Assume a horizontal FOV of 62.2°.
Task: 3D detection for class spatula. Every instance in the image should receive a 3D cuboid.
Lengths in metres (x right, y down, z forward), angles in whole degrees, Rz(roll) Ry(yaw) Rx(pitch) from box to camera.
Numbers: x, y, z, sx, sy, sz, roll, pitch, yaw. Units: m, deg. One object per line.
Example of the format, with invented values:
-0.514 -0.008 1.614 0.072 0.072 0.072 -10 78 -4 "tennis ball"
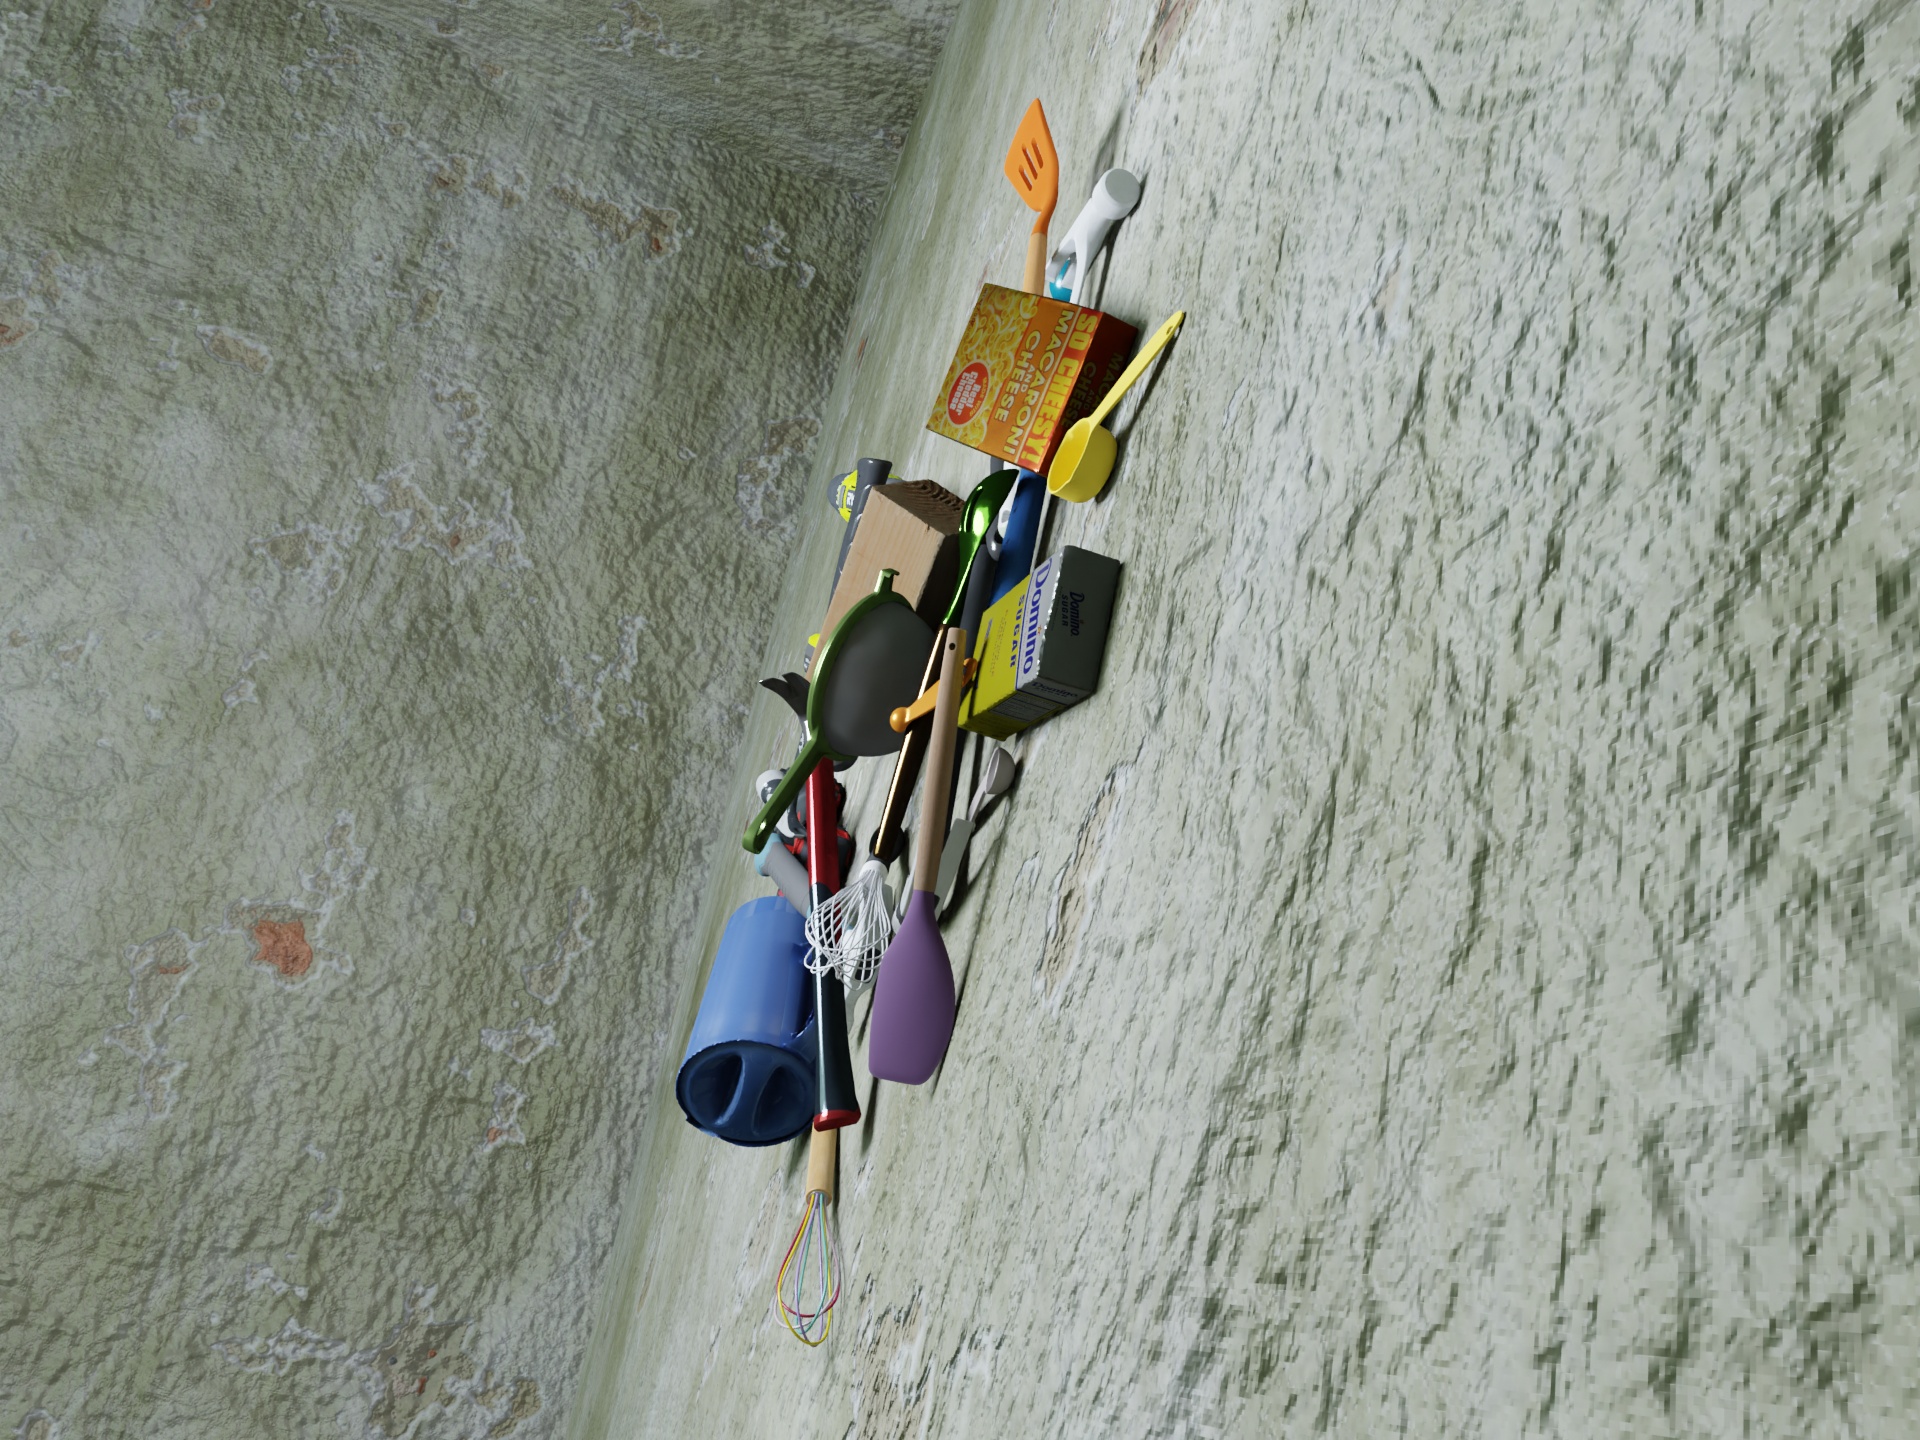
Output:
0.055 -0.390 1.332 0.081 0.041 0.323 124 157 -53 "spatula"
-0.020 0.093 1.101 0.018 0.060 0.316 19 -103 -72 "spatula"

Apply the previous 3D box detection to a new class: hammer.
-0.002 -0.004 1.250 0.146 0.035 0.335 110 172 -56 "hammer"
-0.119 0.145 1.321 0.143 0.038 0.387 54 -155 -53 "hammer"
0.066 -0.226 1.255 0.144 0.035 0.406 145 140 -71 "hammer"
-0.132 -0.069 1.594 0.149 0.036 0.408 -128 49 -57 "hammer"
-0.140 0.174 1.500 0.128 0.033 0.331 -65 25 4 "hammer"

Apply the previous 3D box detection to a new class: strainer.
-0.083 0.012 1.292 0.256 0.069 0.151 -57 -27 -25 "strainer"

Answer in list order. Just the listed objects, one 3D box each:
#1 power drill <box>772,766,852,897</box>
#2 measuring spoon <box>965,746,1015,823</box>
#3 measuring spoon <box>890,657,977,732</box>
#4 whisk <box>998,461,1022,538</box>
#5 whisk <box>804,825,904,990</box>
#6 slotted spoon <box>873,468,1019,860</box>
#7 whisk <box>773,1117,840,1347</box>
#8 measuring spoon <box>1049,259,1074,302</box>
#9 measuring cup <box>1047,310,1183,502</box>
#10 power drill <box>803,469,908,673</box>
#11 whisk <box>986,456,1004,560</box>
-0.179 0.168 1.760 0.227 0.080 0.188 -113 41 -67 "power drill"
0.020 0.058 1.151 0.124 0.018 0.034 113 168 -59 "measuring spoon"
-0.022 -0.019 1.151 0.117 0.011 0.021 -35 46 51 "measuring spoon"
0.053 -0.258 1.339 0.058 0.059 0.246 -19 55 42 "whisk"
-0.077 0.141 1.307 0.285 0.070 0.070 -68 -1 -72 "whisk"
-0.015 -0.047 1.198 0.070 0.031 0.314 169 118 -76 "slotted spoon"
-0.115 0.389 1.252 0.245 0.047 0.051 -92 20 -64 "whisk"
0.075 -0.368 1.429 0.128 0.021 0.042 129 155 -59 "measuring spoon"
0.112 -0.209 1.075 0.156 0.029 0.062 -50 24 34 "measuring cup"
-0.107 -0.154 1.691 0.191 0.080 0.228 -151 67 -62 "power drill"
0.034 -0.226 1.379 0.055 0.055 0.239 119 159 -47 "whisk"
